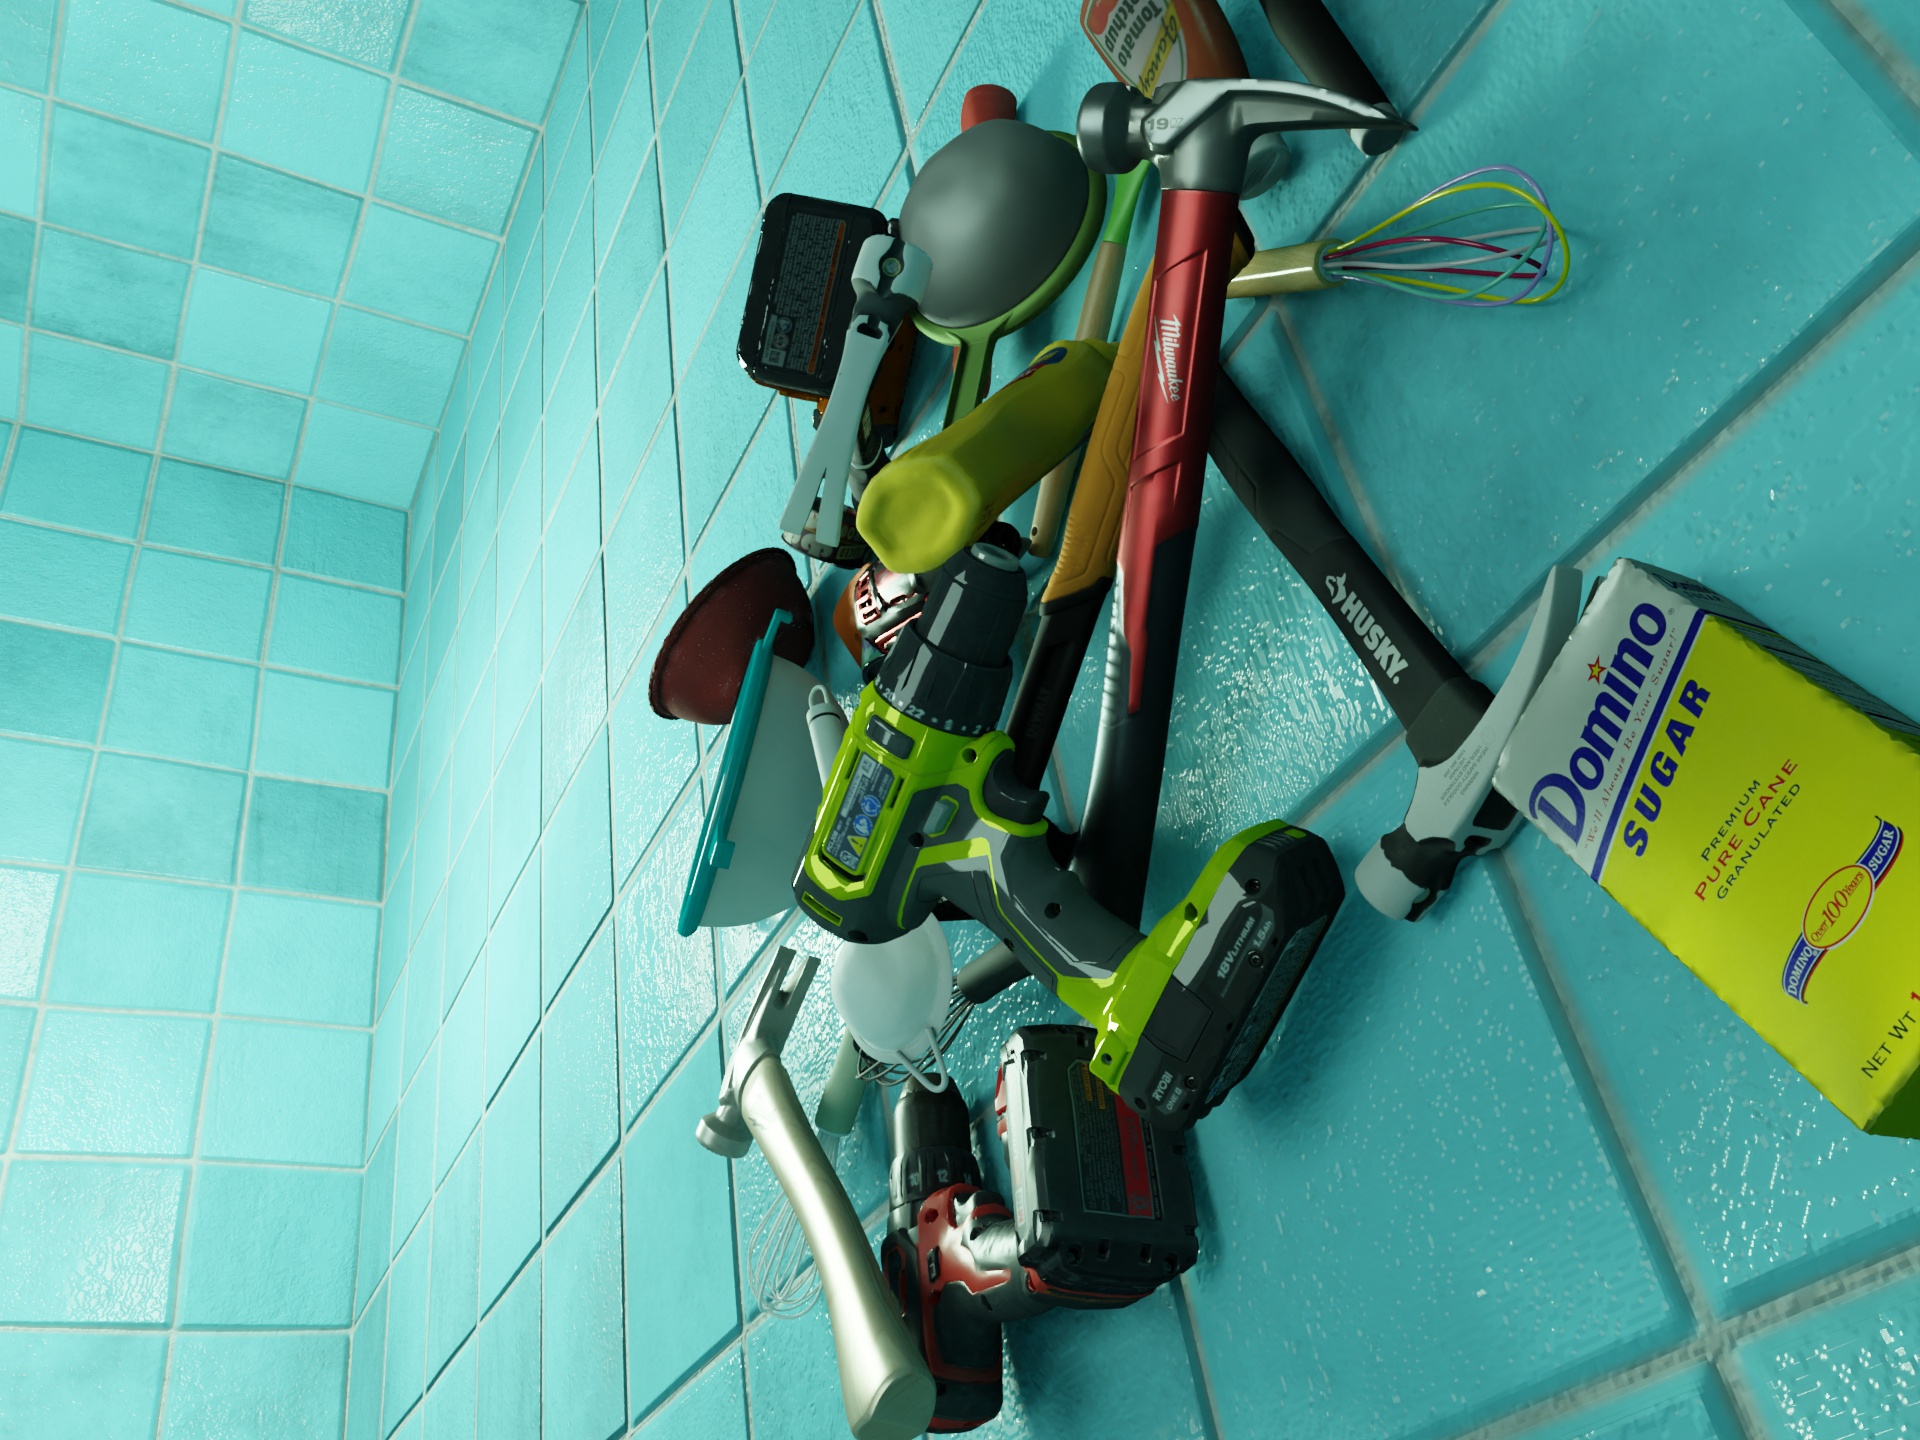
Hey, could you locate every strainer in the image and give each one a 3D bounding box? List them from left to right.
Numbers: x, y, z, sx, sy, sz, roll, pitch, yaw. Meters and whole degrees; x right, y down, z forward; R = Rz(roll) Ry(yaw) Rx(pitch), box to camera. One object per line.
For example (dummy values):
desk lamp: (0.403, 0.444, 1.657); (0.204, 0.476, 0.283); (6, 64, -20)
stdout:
strainer: (-0.140, 0.086, 1.152); (0.340, 0.095, 0.211); (118, 165, -58)
strainer: (-0.057, 0.081, 0.860); (0.087, 0.050, 0.259); (-43, 46, 31)
strainer: (0.000, -0.259, 0.944); (0.151, 0.069, 0.256); (-5, 65, 38)

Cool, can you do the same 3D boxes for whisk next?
whisk: (-0.085, 0.267, 1.017); (0.059, 0.057, 0.246); (20, 95, 28)
whisk: (0.010, 0.144, 0.875); (0.239, 0.055, 0.055); (-40, 45, 40)
whisk: (0.177, -0.199, 0.698); (0.051, 0.047, 0.245); (-65, 24, 1)

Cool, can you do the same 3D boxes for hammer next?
hammer: (-0.080, 0.258, 0.903); (0.146, 0.038, 0.411); (-67, 20, 3)
hammer: (-0.058, -0.162, 0.960); (0.409, 0.036, 0.149); (-172, 100, -88)
hammer: (0.012, -0.252, 1.023); (0.149, 0.036, 0.359); (150, 127, -65)
hammer: (0.055, -0.086, 0.760); (0.034, 0.127, 0.337); (-62, -9, -79)
hammer: (0.100, -0.075, 0.698); (0.143, 0.038, 0.386); (15, 107, 34)
hammer: (0.158, -0.081, 0.693); (0.146, 0.035, 0.335); (-62, 31, 31)

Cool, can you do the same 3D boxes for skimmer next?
skimmer: (0.161, -0.410, 0.820); (0.127, 0.090, 0.364); (-55, 45, 44)

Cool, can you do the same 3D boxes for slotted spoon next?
slotted spoon: (0.083, -0.246, 0.910); (0.070, 0.031, 0.313); (26, 105, 53)

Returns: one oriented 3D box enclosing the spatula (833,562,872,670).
spatula: (-0.047, 0.054, 1.028); (0.081, 0.041, 0.323); (133, 138, -55)

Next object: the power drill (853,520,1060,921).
power drill: (-0.001, -0.003, 0.883); (0.143, 0.078, 0.220); (-25, 68, 58)

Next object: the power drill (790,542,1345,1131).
power drill: (0.043, 0.049, 0.691); (0.229, 0.080, 0.190); (33, 112, 25)

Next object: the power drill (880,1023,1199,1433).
power drill: (0.021, 0.232, 0.796); (0.226, 0.080, 0.188); (125, 150, -45)

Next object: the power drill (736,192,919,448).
power drill: (-0.075, -0.280, 1.077); (0.226, 0.084, 0.164); (-10, -67, -81)
